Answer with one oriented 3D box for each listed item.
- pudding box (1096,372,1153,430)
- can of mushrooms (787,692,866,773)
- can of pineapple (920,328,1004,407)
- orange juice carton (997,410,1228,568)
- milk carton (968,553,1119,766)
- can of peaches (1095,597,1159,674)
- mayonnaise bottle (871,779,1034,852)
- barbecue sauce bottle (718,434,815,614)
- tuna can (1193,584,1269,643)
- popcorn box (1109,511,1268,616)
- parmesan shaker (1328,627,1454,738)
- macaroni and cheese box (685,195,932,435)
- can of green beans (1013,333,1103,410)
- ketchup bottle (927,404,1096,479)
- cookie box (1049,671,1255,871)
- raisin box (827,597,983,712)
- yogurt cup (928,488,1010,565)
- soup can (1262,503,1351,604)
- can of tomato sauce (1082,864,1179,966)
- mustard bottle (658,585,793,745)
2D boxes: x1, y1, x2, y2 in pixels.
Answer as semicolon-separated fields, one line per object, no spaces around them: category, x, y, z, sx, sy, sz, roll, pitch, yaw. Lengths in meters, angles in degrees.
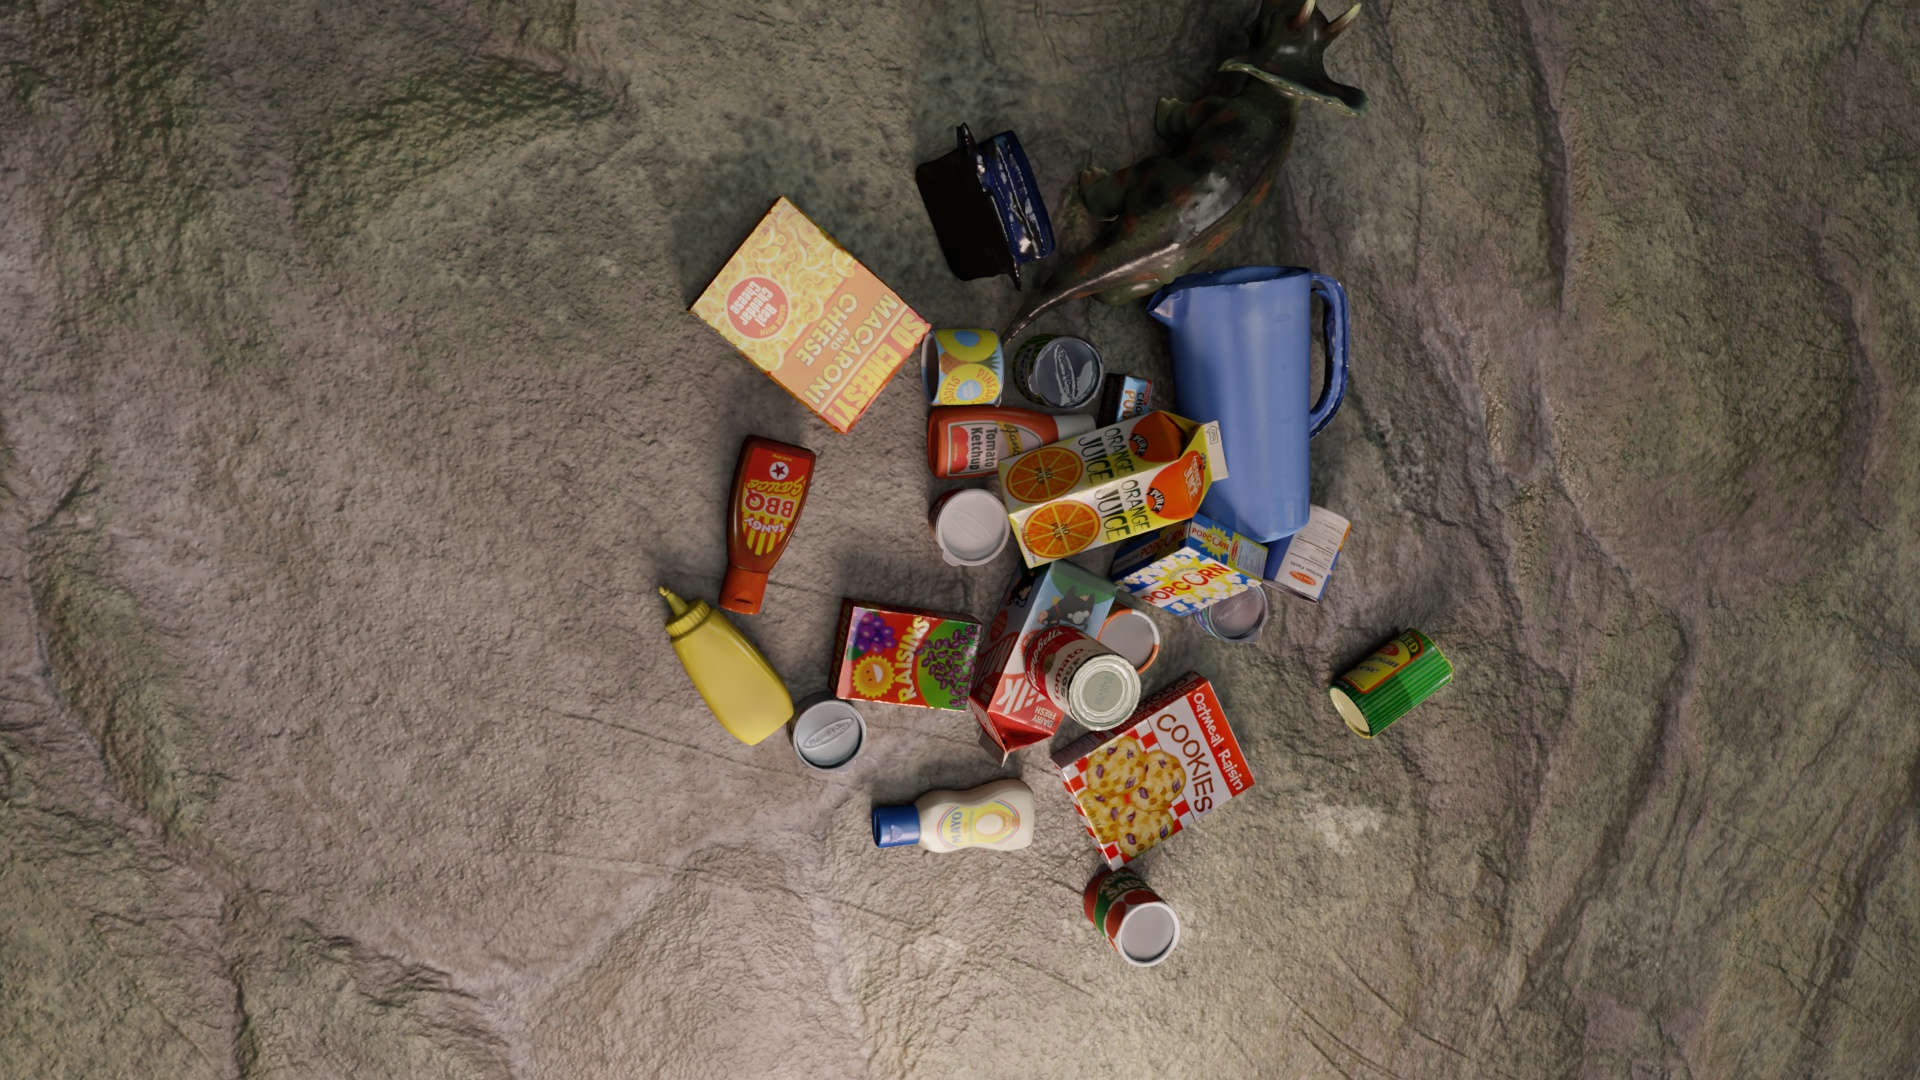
pudding box;0.147;-0.109;1.266;0.030;0.050;0.083;9;96;-17
can of mushrooms;-0.119;0.172;1.238;0.071;0.033;0.071;-3;100;-17
can of pineapple;0.001;-0.149;1.203;0.058;0.071;0.071;-3;100;-16
orange juice carton;0.136;-0.050;1.207;0.193;0.073;0.071;-18;133;6
milk carton;0.064;0.108;1.264;0.073;0.072;0.190;23;92;-20
can of peaches;0.143;0.091;1.293;0.071;0.058;0.071;-3;100;-17
mayonnaise bottle;-0.006;0.259;1.283;0.148;0.041;0.064;-3;102;-18
barbecue sauce bottle;-0.171;-0.012;1.186;0.065;0.044;0.148;14;95;-20
tuna can;0.262;0.065;1.339;0.071;0.033;0.071;-3;100;-17
popcorn box;0.206;0.024;1.267;0.085;0.126;0.038;25;63;-19
parmesan shaker;0.429;0.143;1.384;0.103;0.071;0.071;-33;107;-9
macaroni and cheese box;-0.126;-0.188;1.172;0.166;0.040;0.124;39;86;-19
can of green beans;0.086;-0.150;1.235;0.071;0.058;0.071;-3;100;-17
ketchup bottle;0.046;-0.091;1.240;0.149;0.044;0.064;-5;115;-17
cookie box;0.186;0.221;1.339;0.168;0.040;0.122;-29;107;-10
raisin box;-0.050;0.102;1.245;0.123;0.040;0.086;9;97;-20
yogurt cup;0.004;-0.015;1.234;0.072;0.054;0.072;-3;100;-17
soup can;0.328;0.010;1.334;0.071;0.071;0.084;24;88;-19
can of tomato sauce;0.163;0.358;1.331;0.071;0.083;0.071;-3;101;-17
mustard bottle;-0.208;0.099;1.190;0.065;0.049;0.160;-36;107;-9
